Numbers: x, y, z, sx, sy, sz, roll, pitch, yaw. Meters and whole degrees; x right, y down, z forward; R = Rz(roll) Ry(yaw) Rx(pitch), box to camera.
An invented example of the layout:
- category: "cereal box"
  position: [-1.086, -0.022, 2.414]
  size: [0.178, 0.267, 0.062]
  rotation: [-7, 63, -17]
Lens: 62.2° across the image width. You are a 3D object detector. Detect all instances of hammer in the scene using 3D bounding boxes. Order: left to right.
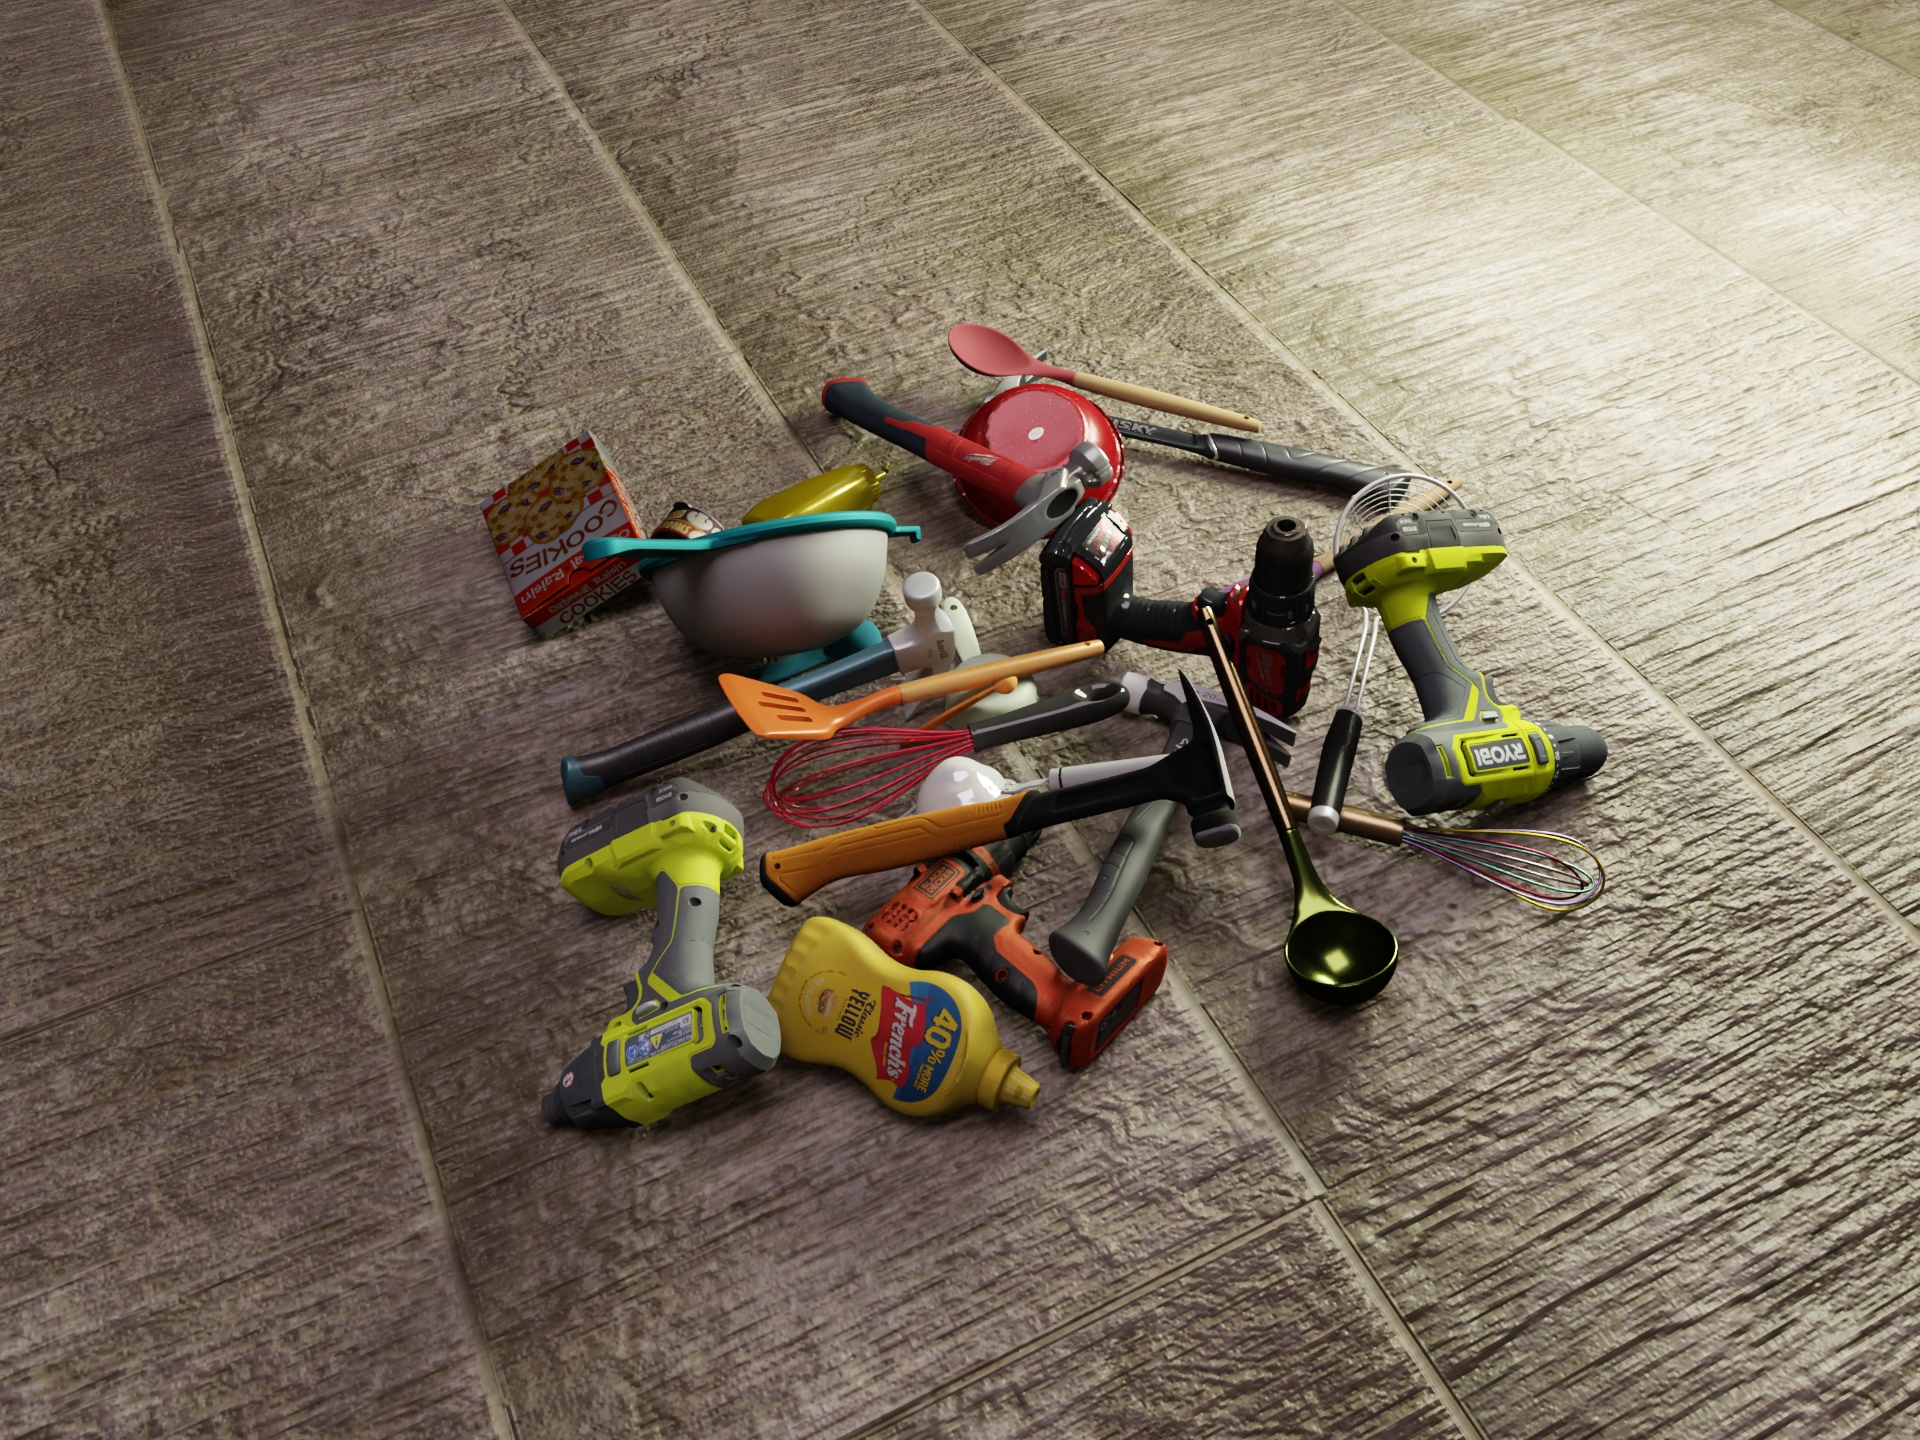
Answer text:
- category: "hammer"
  position: [-0.159, -0.010, 1.253]
  size: [0.331, 0.128, 0.033]
  rotation: [-22, 51, -5]
- category: "hammer"
  position: [-0.033, -0.236, 1.415]
  size: [0.143, 0.038, 0.387]
  rotation: [-39, 39, -13]
- category: "hammer"
  position: [0.019, 0.064, 1.116]
  size: [0.337, 0.034, 0.127]
  rotation: [-15, 60, 9]
- category: "hammer"
  position: [0.143, 0.075, 1.162]
  size: [0.146, 0.035, 0.335]
  rotation: [17, 38, 15]
- category: "hammer"
  position: [0.220, -0.266, 1.509]
  size: [0.409, 0.036, 0.149]
  rotation: [15, 50, 14]

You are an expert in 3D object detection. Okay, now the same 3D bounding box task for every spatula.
- category: "spatula"
  position: [-0.026, -0.032, 1.234]
  size: [0.322, 0.041, 0.081]
  rotation: [-14, 42, -24]
- category: "spatula"
  position: [0.332, -0.147, 1.409]
  size: [0.316, 0.018, 0.060]
  rotation: [-30, 56, -22]

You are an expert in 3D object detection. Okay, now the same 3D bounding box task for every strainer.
- category: "strainer"
  position: [-0.173, -0.095, 1.230]
  size: [0.211, 0.095, 0.340]
  rotation: [-12, 0, 24]
- category: "strainer"
  position: [0.063, 0.043, 1.162]
  size: [0.258, 0.050, 0.087]
  rotation: [-8, 15, 16]

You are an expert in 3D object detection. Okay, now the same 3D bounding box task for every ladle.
- category: "ladle"
  position: [0.135, -0.321, 1.520]
  size: [0.315, 0.031, 0.069]
  rotation: [18, 49, 14]
- category: "ladle"
  position: [0.230, 0.053, 1.152]
  size: [0.078, 0.062, 0.320]
  rotation: [-16, 69, -4]

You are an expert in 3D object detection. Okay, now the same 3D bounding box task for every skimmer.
- category: "skimmer"
  position: [0.335, -0.059, 1.267]
  size: [0.127, 0.090, 0.363]
  rotation: [31, 47, -4]

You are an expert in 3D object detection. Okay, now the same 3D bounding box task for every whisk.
- category: "whisk"
  position: [-0.010, 0.018, 1.228]
  size: [0.296, 0.073, 0.073]
  rotation: [-16, 50, -5]
- category: "whisk"
  position: [0.350, 0.093, 1.183]
  size: [0.245, 0.047, 0.051]
  rotation: [14, 38, 19]

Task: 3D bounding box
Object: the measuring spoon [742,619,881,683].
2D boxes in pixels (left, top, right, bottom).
- category: "measuring spoon"
  position: [-0.127, -0.058, 1.342]
  size: [0.128, 0.021, 0.042]
  rotation: [-22, 51, -18]

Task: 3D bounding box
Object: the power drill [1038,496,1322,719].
- category: "power drill"
  position: [0.180, -0.105, 1.270]
  size: [0.227, 0.187, 0.080]
  rotation: [21, 53, 24]

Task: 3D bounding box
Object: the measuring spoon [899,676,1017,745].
- category: "measuring spoon"
  position: [-0.002, -0.004, 1.257]
  size: [0.117, 0.021, 0.011]
  rotation: [-30, 77, 25]

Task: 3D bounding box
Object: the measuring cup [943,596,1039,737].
- category: "measuring cup"
  position: [0.013, -0.054, 1.322]
  size: [0.083, 0.038, 0.168]
  rotation: [-13, 51, -9]

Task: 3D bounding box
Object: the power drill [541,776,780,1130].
- category: "power drill"
  position: [-0.215, 0.164, 1.095]
  size: [0.171, 0.080, 0.223]
  rotation: [-25, 48, 16]

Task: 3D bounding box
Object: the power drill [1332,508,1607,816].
- category: "power drill"
  position: [0.393, -0.043, 1.225]
  size: [0.190, 0.080, 0.229]
  rotation: [-6, 72, -26]
